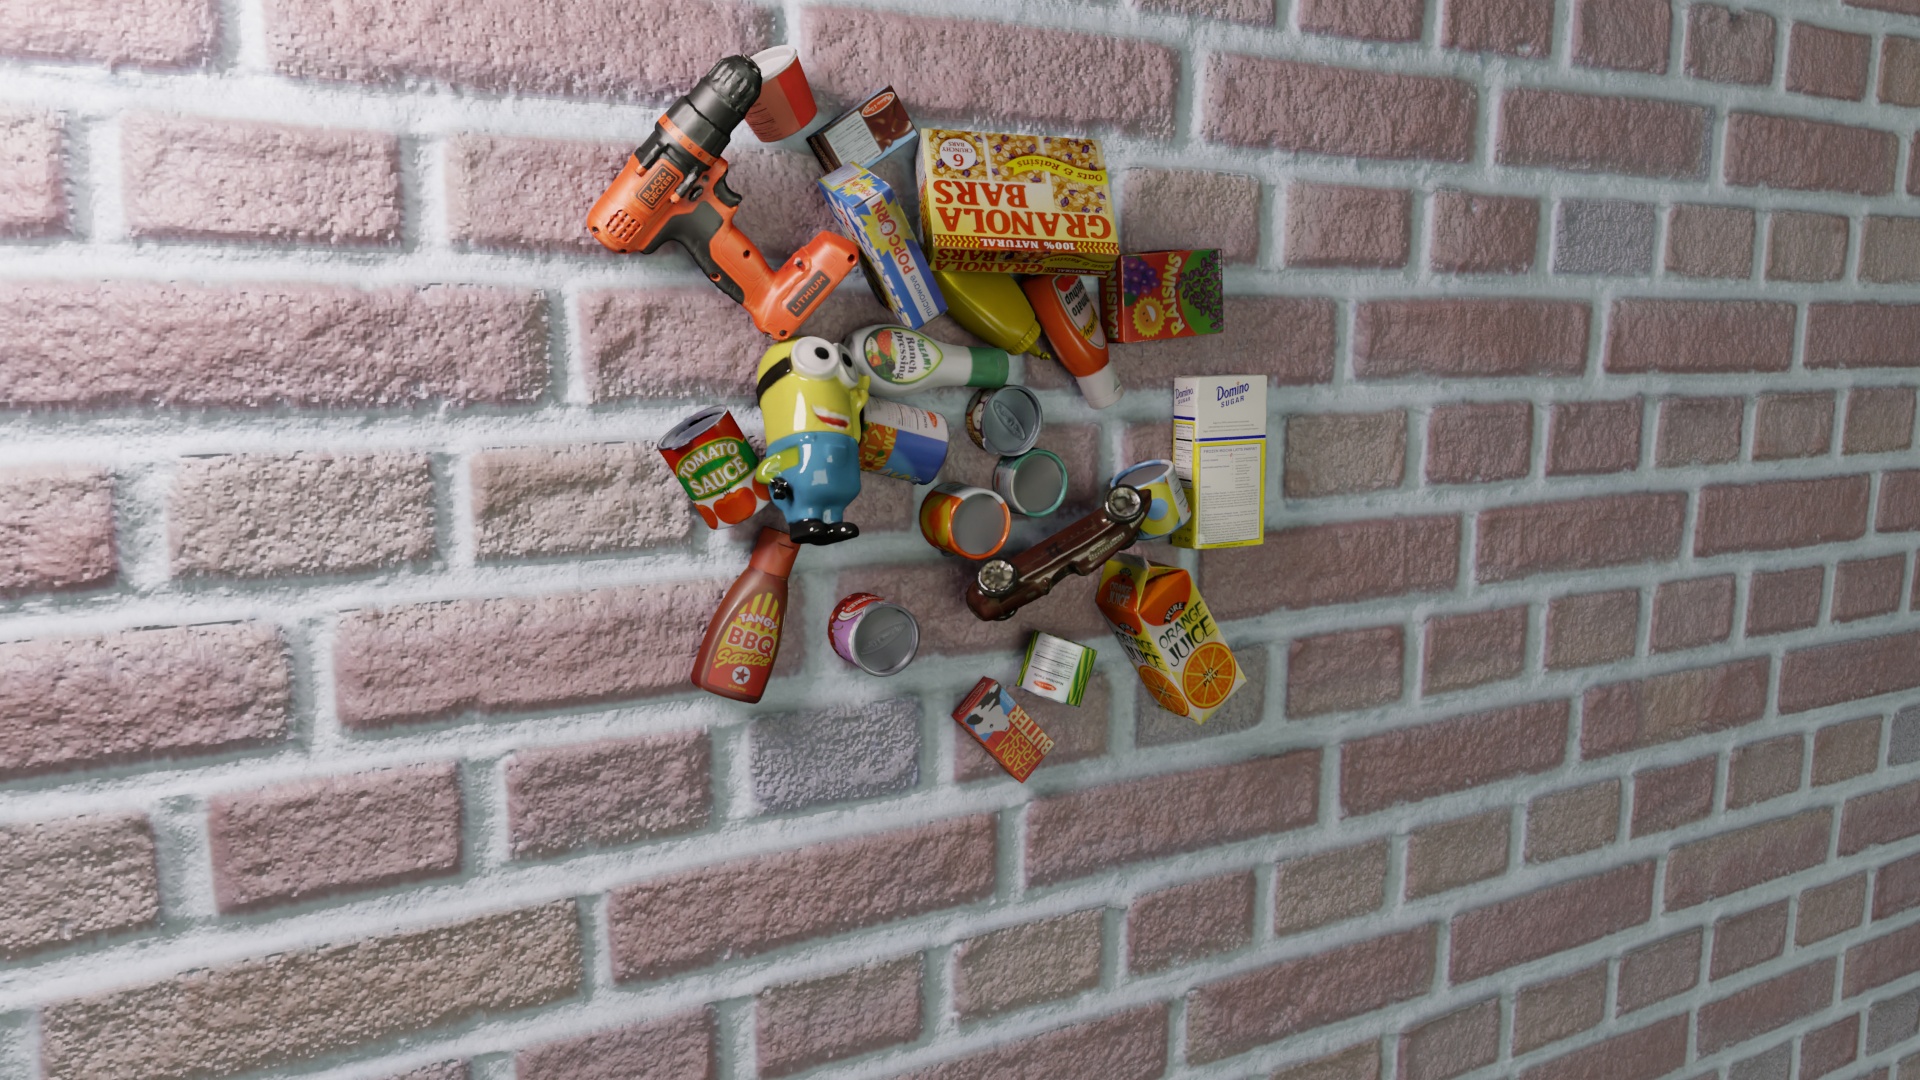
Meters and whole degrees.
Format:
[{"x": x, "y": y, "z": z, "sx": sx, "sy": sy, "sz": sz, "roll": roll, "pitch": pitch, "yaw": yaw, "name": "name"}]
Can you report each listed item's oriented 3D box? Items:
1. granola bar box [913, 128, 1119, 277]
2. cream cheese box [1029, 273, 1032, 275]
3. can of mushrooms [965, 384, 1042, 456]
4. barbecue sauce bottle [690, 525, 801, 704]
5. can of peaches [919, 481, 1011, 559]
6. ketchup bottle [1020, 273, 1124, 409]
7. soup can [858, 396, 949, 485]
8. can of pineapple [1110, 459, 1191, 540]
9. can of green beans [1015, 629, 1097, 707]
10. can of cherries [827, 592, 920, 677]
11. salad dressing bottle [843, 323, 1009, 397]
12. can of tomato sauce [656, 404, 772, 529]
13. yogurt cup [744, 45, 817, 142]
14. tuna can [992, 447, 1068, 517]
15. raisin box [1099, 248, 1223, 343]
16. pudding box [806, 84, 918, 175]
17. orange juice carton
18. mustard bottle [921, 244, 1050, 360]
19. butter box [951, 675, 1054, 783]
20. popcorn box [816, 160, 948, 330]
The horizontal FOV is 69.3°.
[{"x": 0.047, "y": -0.293, "z": 1.211, "sx": 0.166, "sy": 0.039, "sz": 0.124, "roll": -1, "pitch": 67, "yaw": -14, "name": "granola bar box"}, {"x": 0.071, "y": -0.292, "z": 1.256, "sx": 0.053, "sy": 0.024, "sz": 0.104, "roll": -13, "pitch": 72, "yaw": -26, "name": "cream cheese box"}, {"x": 0.039, "y": -0.111, "z": 1.292, "sx": 0.071, "sy": 0.033, "sz": 0.071, "roll": -6, "pitch": 101, "yaw": -29, "name": "can of mushrooms"}, {"x": -0.178, "y": 0.062, "z": 1.193, "sx": 0.065, "sy": 0.043, "sz": 0.148, "roll": 21, "pitch": 87, "yaw": -29, "name": "barbecue sauce bottle"}, {"x": 0.005, "y": -0.016, "z": 1.274, "sx": 0.071, "sy": 0.058, "sz": 0.071, "roll": -5, "pitch": 100, "yaw": -29, "name": "can of peaches"}, {"x": 0.108, "y": -0.195, "z": 1.307, "sx": 0.148, "sy": 0.043, "sz": 0.065, "roll": 62, "pitch": 40, "yaw": -23, "name": "ketchup bottle"}, {"x": -0.063, "y": -0.087, "z": 1.221, "sx": 0.084, "sy": 0.071, "sz": 0.071, "roll": 12, "pitch": 93, "yaw": -29, "name": "soup can"}, {"x": 0.186, "y": -0.040, "z": 1.367, "sx": 0.071, "sy": 0.071, "sz": 0.057, "roll": -31, "pitch": 111, "yaw": -22, "name": "can of pineapple"}, {"x": 0.093, "y": 0.123, "z": 1.341, "sx": 0.071, "sy": 0.071, "sz": 0.058, "roll": 19, "pitch": 88, "yaw": -30, "name": "can of green beans"}, {"x": -0.079, "y": 0.081, "z": 1.243, "sx": 0.072, "sy": 0.058, "sz": 0.071, "roll": -5, "pitch": 101, "yaw": -27, "name": "can of cherries"}, {"x": -0.030, "y": -0.157, "z": 1.231, "sx": 0.148, "sy": 0.044, "sz": 0.064, "roll": 0, "pitch": 76, "yaw": -25, "name": "salad dressing bottle"}, {"x": -0.200, "y": -0.059, "z": 1.145, "sx": 0.071, "sy": 0.071, "sz": 0.083, "roll": -37, "pitch": 115, "yaw": -19, "name": "can of tomato sauce"}, {"x": -0.152, "y": -0.360, "z": 1.126, "sx": 0.072, "sy": 0.072, "sz": 0.053, "roll": -42, "pitch": 128, "yaw": -17, "name": "yogurt cup"}, {"x": 0.069, "y": -0.056, "z": 1.318, "sx": 0.071, "sy": 0.033, "sz": 0.071, "roll": -5, "pitch": 101, "yaw": -28, "name": "tuna can"}, {"x": 0.197, "y": -0.240, "z": 1.356, "sx": 0.124, "sy": 0.040, "sz": 0.086, "roll": -10, "pitch": 104, "yaw": -29, "name": "raisin box"}, {"x": -0.083, "y": -0.345, "z": 1.187, "sx": 0.084, "sy": 0.030, "sz": 0.049, "roll": -40, "pitch": 114, "yaw": -18, "name": "pudding box"}, {"x": 0.204, "y": 0.086, "z": 1.394, "sx": 0.073, "sy": 0.072, "sz": 0.192, "roll": -40, "pitch": 115, "yaw": -18, "name": "orange juice carton"}, {"x": 0.027, "y": -0.212, "z": 1.258, "sx": 0.160, "sy": 0.049, "sz": 0.065, "roll": 42, "pitch": 65, "yaw": -29, "name": "mustard bottle"}, {"x": 0.043, "y": 0.184, "z": 1.347, "sx": 0.053, "sy": 0.024, "sz": 0.103, "roll": -49, "pitch": 117, "yaw": -14, "name": "butter box"}, {"x": -0.065, "y": -0.246, "z": 1.164, "sx": 0.038, "sy": 0.085, "sz": 0.126, "roll": -33, "pitch": 127, "yaw": -7, "name": "popcorn box"}]
